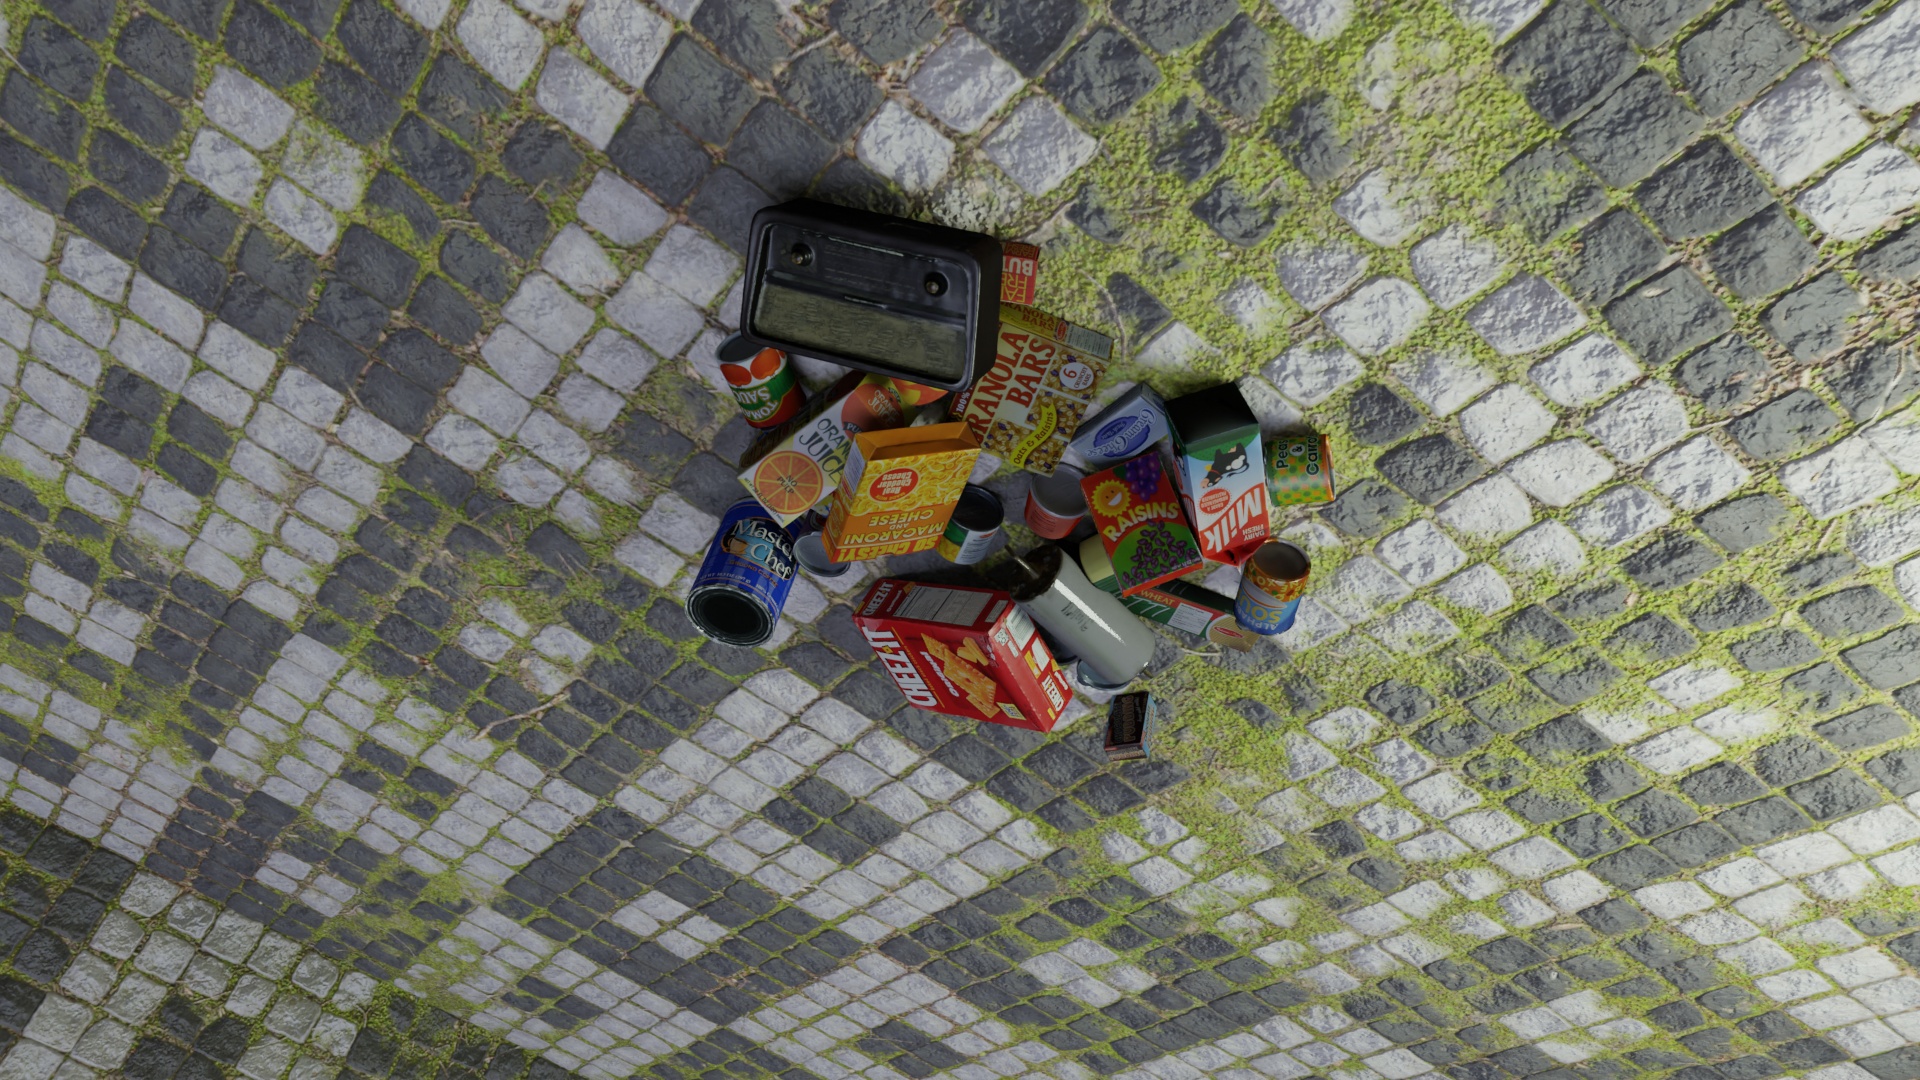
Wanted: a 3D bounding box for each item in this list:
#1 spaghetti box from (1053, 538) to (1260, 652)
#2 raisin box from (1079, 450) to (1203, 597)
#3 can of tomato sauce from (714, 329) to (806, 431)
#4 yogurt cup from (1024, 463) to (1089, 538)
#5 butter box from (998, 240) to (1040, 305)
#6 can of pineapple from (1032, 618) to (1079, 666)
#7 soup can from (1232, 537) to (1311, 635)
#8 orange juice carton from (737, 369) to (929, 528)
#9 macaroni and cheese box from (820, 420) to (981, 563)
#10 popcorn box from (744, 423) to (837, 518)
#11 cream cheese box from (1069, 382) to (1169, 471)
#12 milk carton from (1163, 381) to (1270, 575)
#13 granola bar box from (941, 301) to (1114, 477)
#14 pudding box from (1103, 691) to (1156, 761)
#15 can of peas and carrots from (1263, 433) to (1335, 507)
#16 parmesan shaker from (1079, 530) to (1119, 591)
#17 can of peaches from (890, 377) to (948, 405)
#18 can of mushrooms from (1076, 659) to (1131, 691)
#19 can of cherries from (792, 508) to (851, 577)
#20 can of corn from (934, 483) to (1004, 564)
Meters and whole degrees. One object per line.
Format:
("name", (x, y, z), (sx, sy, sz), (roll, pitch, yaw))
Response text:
("spaghetti box", (0.211, 0.061, 1.529), (0.250, 0.029, 0.049), (19, 136, -4))
("raisin box", (0.179, -0.017, 1.381), (0.086, 0.123, 0.040), (-21, 165, 4))
("can of tomato sauce", (-0.202, -0.163, 1.393), (0.071, 0.071, 0.082), (-6, 132, 21))
("yogurt cup", (0.099, -0.038, 1.440), (0.072, 0.073, 0.053), (19, 144, -3))
("butter box", (0.020, -0.251, 1.278), (0.103, 0.024, 0.052), (10, 136, 6))
("can of pineapple", (0.112, 0.100, 1.576), (0.071, 0.058, 0.070), (8, 136, 8))
("soup can", (0.325, 0.049, 1.457), (0.071, 0.072, 0.083), (10, 135, 6))
("orange juice carton", (-0.128, -0.105, 1.398), (0.192, 0.073, 0.071), (-36, 112, 10))
("macaroni and cheese box", (-0.063, -0.046, 1.395), (0.124, 0.040, 0.165), (-8, 146, -26))
("popcorn box", (-0.160, -0.083, 1.484), (0.126, 0.038, 0.085), (32, 132, -16))
("cream cheese box", (0.162, -0.110, 1.377), (0.053, 0.024, 0.103), (36, 132, -22))
("milk carton", (0.254, -0.053, 1.358), (0.073, 0.073, 0.189), (-17, 133, 0))
("granola bar box", (0.062, -0.147, 1.358), (0.124, 0.039, 0.164), (20, 135, -4))
("pudding box", (0.201, 0.222, 1.653), (0.049, 0.084, 0.030), (-10, 127, 25))
("can of peas and carrots", (0.328, -0.069, 1.341), (0.058, 0.071, 0.070), (-7, 132, 20))
("parmesan shaker", (0.183, 0.003, 1.452), (0.103, 0.072, 0.071), (-27, 122, 31))
("can of peaches", (-0.039, -0.172, 1.340), (0.071, 0.071, 0.058), (-11, 131, 25))
("can of mushrooms", (0.168, 0.143, 1.620), (0.071, 0.034, 0.070), (8, 136, 8))
("can of cherries", (-0.146, -0.004, 1.545), (0.071, 0.059, 0.071), (9, 135, 9))
("can of corn", (0.005, -0.019, 1.484), (0.071, 0.071, 0.058), (20, 136, -4))
